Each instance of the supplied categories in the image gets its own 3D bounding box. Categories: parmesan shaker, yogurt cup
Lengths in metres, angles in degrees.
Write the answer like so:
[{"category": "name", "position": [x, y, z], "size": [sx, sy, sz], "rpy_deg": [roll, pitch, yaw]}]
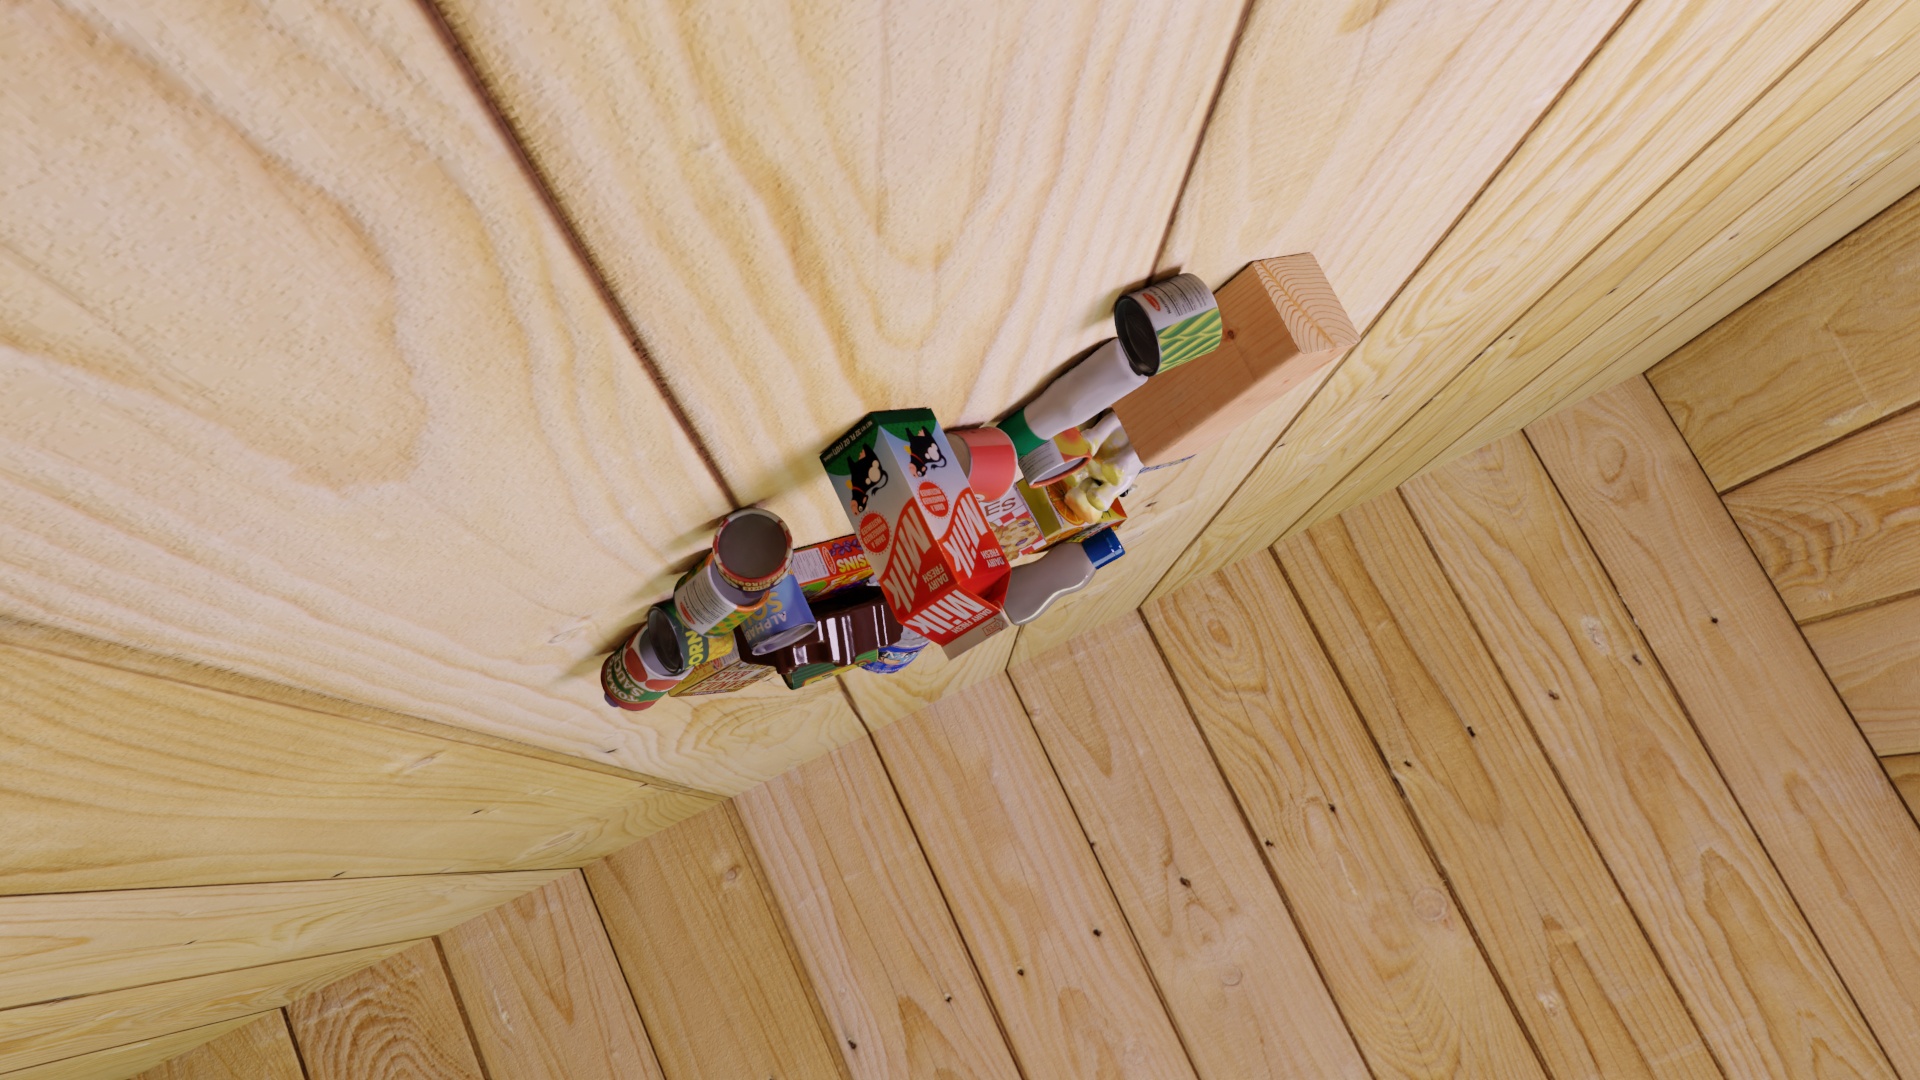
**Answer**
[{"category": "parmesan shaker", "position": [-0.154, 0.122, 1.568], "size": [0.103, 0.071, 0.071], "rpy_deg": [-18, 167, -20]}, {"category": "yogurt cup", "position": [0.008, -0.067, 1.213], "size": [0.054, 0.072, 0.072], "rpy_deg": [-1, 154, -46]}]

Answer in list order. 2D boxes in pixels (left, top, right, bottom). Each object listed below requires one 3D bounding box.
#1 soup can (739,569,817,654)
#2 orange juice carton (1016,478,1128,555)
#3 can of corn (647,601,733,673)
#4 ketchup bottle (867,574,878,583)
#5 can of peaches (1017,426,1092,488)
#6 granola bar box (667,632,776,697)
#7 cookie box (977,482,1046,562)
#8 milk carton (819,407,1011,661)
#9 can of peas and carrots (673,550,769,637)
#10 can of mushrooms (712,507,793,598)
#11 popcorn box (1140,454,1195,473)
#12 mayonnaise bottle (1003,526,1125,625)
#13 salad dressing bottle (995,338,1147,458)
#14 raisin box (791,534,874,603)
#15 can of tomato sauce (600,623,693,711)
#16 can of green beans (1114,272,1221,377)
[{"category": "soup can", "position": [-0.182, 0.056, 1.299], "size": [0.071, 0.084, 0.071], "rpy_deg": [-25, 168, -5]}, {"category": "orange juice carton", "position": [0.124, -0.036, 1.584], "size": [0.072, 0.072, 0.193], "rpy_deg": [-32, 167, 33]}, {"category": "can of corn", "position": [-0.255, 0.088, 1.320], "size": [0.058, 0.071, 0.071], "rpy_deg": [-19, 167, -34]}, {"category": "ketchup bottle", "position": [-0.036, 0.002, 1.481], "size": [0.149, 0.043, 0.064], "rpy_deg": [-23, 170, -11]}, {"category": "can of peaches", "position": [0.082, -0.088, 1.287], "size": [0.071, 0.058, 0.071], "rpy_deg": [-24, 168, -5]}, {"category": "granola bar box", "position": [-0.259, 0.140, 1.636], "size": [0.124, 0.039, 0.165], "rpy_deg": [-28, 168, 14]}, {"category": "cookie box", "position": [0.005, -0.017, 1.361], "size": [0.123, 0.040, 0.167], "rpy_deg": [-27, 149, 4]}, {"category": "milk carton", "position": [-0.027, -0.004, 1.087], "size": [0.072, 0.191, 0.074], "rpy_deg": [-34, 166, 36]}, {"category": "can of peas and carrots", "position": [-0.210, 0.044, 1.232], "size": [0.071, 0.071, 0.058], "rpy_deg": [-13, 162, -48]}, {"category": "can of mushrooms", "position": [-0.171, 0.010, 1.147], "size": [0.071, 0.071, 0.033], "rpy_deg": [-23, 166, -13]}, {"category": "popcorn box", "position": [0.236, -0.113, 1.567], "size": [0.127, 0.038, 0.085], "rpy_deg": [-15, 166, -43]}, {"category": "mayonnaise bottle", "position": [0.111, 0.036, 1.545], "size": [0.148, 0.065, 0.041], "rpy_deg": [-30, 167, 7]}, {"category": "salad dressing bottle", "position": [0.093, -0.120, 1.205], "size": [0.147, 0.044, 0.064], "rpy_deg": [-32, 168, 34]}, {"category": "raisin box", "position": [-0.143, 0.033, 1.398], "size": [0.124, 0.040, 0.085], "rpy_deg": [-14, 165, -41]}, {"category": "can of tomato sauce", "position": [-0.311, 0.124, 1.376], "size": [0.071, 0.071, 0.082], "rpy_deg": [-14, 163, -45]}, {"category": "can of green beans", "position": [0.160, -0.167, 1.074], "size": [0.058, 0.071, 0.071], "rpy_deg": [-23, 168, -15]}]
